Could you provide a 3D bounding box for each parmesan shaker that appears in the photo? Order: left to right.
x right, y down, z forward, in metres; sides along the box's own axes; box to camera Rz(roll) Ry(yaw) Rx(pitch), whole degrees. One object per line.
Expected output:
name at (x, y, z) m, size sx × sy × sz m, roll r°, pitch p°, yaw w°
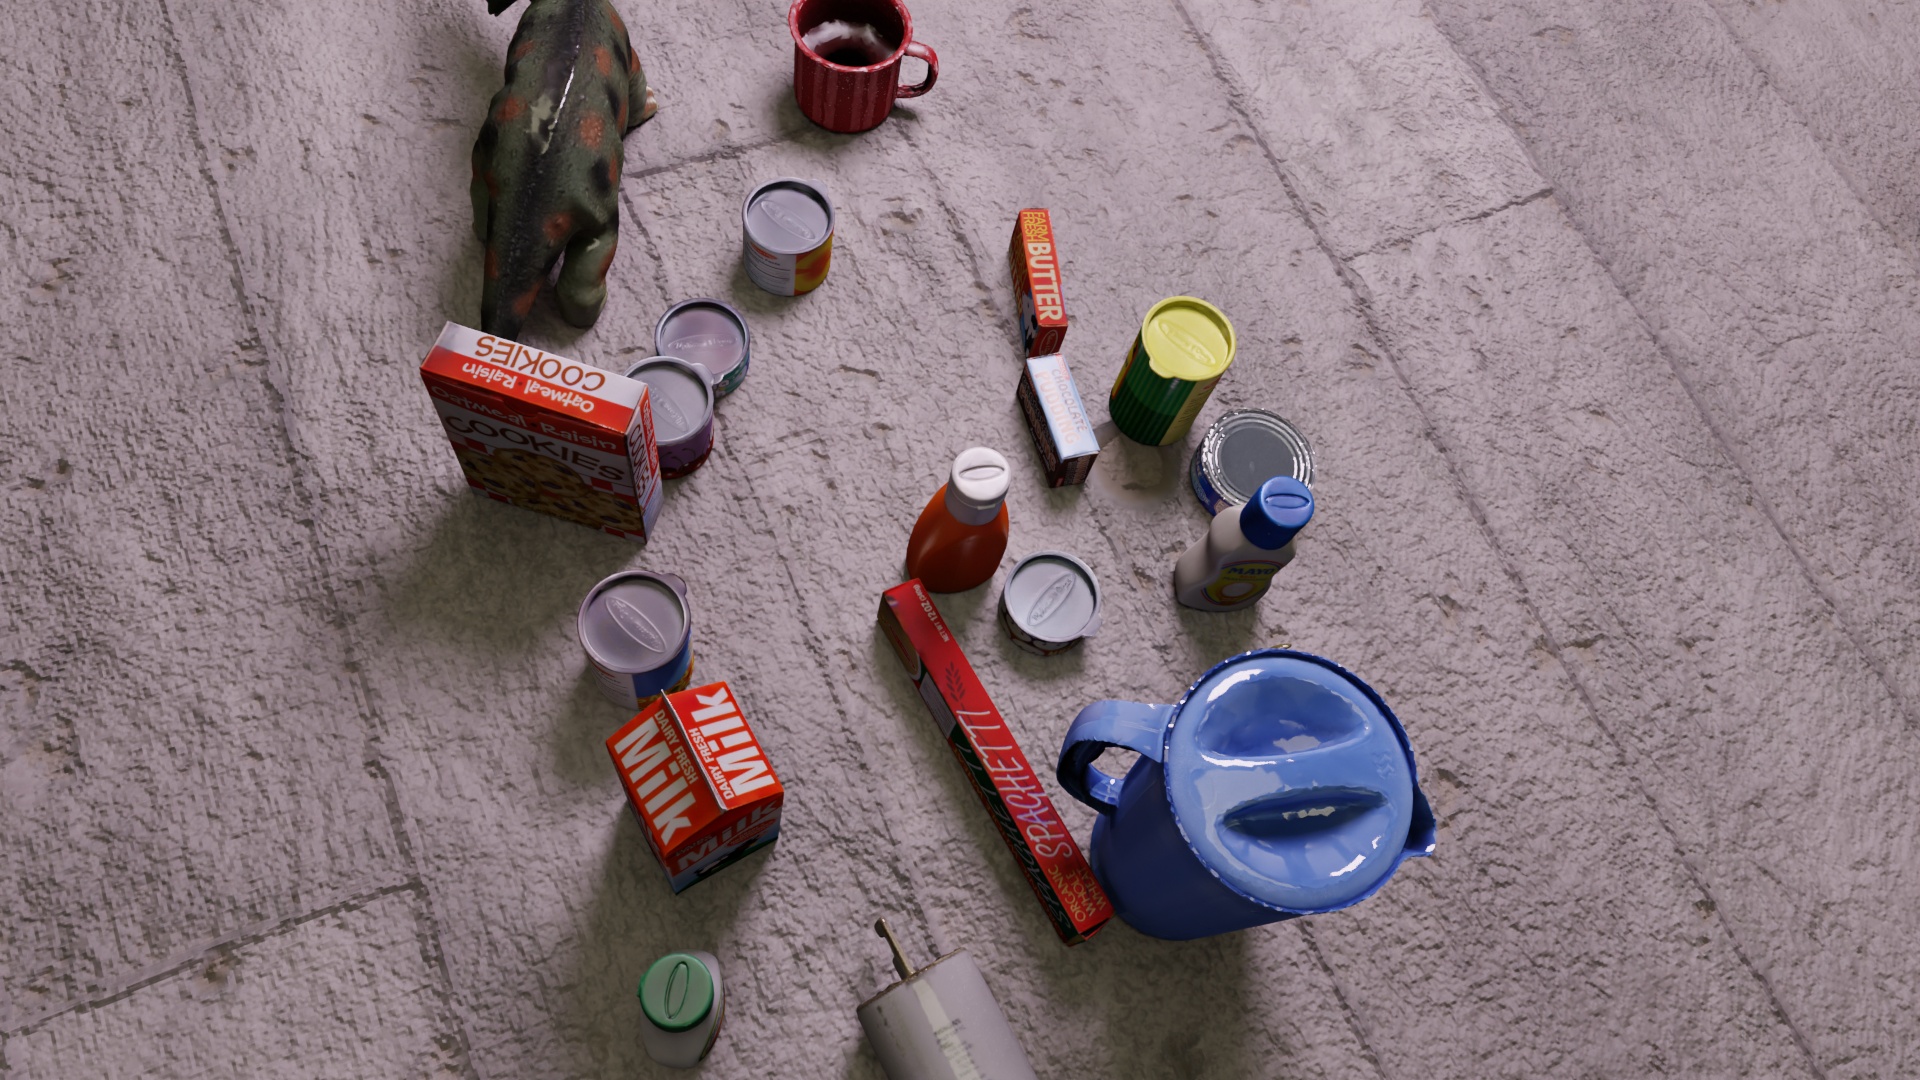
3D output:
parmesan shaker at (0.146, -0.116, 0.985) m, size 0.071 × 0.102 × 0.071 m, roll 3°, pitch 67°, yaw -7°

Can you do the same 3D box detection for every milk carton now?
milk carton at (-0.148, 0.139, 0.782) m, size 0.074 × 0.189 × 0.072 m, roll -27°, pitch 74°, yaw -18°

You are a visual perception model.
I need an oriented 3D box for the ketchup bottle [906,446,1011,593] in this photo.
ketchup bottle at (0.003, -0.011, 0.893) m, size 0.065 × 0.148 × 0.043 m, roll -9°, pitch 69°, yaw -12°

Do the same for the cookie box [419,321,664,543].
cookie box at (-0.254, -0.061, 0.865) m, size 0.123 × 0.166 × 0.040 m, roll 17°, pitch 66°, yaw -1°

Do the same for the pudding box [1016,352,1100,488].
pudding box at (0.069, -0.085, 0.989) m, size 0.030 × 0.049 × 0.084 m, roll -13°, pitch 70°, yaw -14°

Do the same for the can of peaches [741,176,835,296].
can of peaches at (-0.124, -0.222, 1.014) m, size 0.071 × 0.057 × 0.071 m, roll 3°, pitch 67°, yaw -7°

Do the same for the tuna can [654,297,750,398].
tuna can at (-0.181, -0.133, 0.981) m, size 0.071 × 0.032 × 0.071 m, roll 3°, pitch 67°, yaw -7°

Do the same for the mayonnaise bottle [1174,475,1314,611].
mayonnaise bottle at (0.189, 0.004, 0.915) m, size 0.065 × 0.147 × 0.041 m, roll 1°, pitch 67°, yaw -8°

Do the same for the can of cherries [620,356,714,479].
can of cherries at (-0.198, -0.083, 0.943) m, size 0.071 × 0.058 × 0.072 m, roll 3°, pitch 67°, yaw -7°

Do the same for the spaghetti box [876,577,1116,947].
spaghetti box at (0.019, 0.139, 0.885) m, size 0.029 × 0.050 × 0.250 m, roll -26°, pitch 73°, yaw -18°

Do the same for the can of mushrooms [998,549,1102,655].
can of mushrooms at (0.062, 0.044, 0.941) m, size 0.071 × 0.033 × 0.071 m, roll 3°, pitch 67°, yaw -7°

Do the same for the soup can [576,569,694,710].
soup can at (-0.198, 0.062, 0.866) m, size 0.071 × 0.083 × 0.071 m, roll 3°, pitch 67°, yaw -7°

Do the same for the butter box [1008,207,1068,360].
butter box at (0.057, -0.190, 1.030) m, size 0.024 × 0.053 × 0.104 m, roll -3°, pitch 68°, yaw -10°

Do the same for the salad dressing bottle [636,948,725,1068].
salad dressing bottle at (-0.152, 0.252, 0.757) m, size 0.044 × 0.147 × 0.064 m, roll 12°, pitch 66°, yaw -4°
